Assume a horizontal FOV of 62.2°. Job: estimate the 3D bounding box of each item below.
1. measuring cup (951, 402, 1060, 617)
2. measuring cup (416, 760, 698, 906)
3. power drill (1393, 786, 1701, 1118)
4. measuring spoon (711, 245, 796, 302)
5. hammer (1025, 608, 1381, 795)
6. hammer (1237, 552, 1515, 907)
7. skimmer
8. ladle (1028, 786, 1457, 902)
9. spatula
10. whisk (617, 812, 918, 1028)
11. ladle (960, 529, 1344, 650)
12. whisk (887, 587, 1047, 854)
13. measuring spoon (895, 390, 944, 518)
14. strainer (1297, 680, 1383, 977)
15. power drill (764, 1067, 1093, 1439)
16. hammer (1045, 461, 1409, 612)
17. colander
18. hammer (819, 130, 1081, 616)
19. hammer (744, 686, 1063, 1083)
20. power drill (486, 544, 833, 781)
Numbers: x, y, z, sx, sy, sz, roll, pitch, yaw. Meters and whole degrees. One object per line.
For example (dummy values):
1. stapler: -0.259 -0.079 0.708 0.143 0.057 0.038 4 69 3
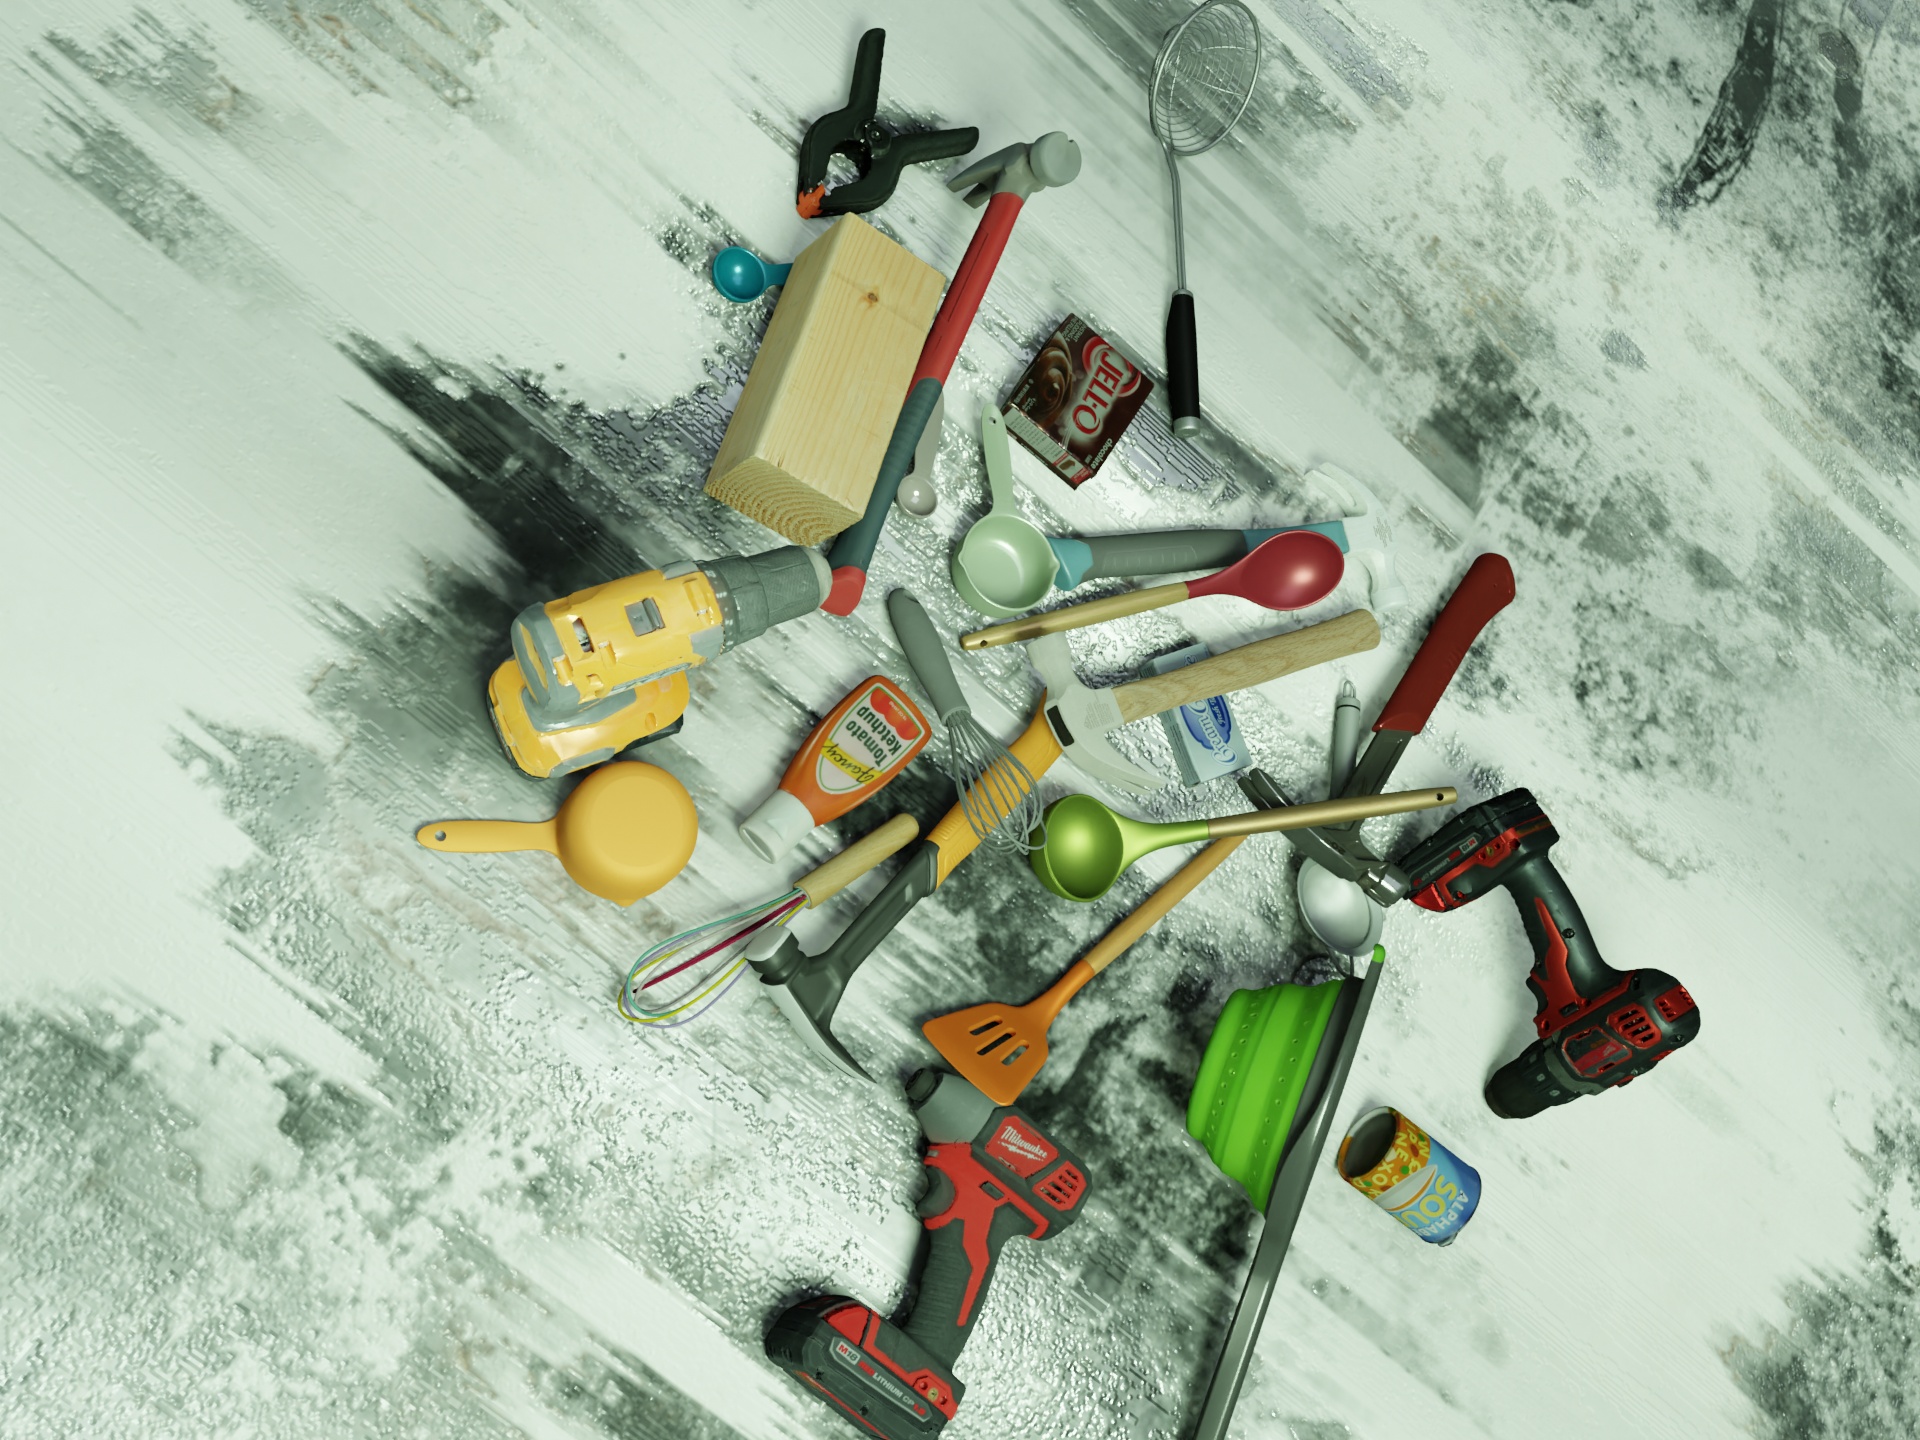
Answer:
1. measuring cup: 0.025 -0.157 1.200 0.083 0.038 0.168 1 74 -23
2. measuring cup: -0.251 0.069 1.008 0.173 0.052 0.095 1 76 -25
3. power drill: 0.432 0.187 1.228 0.080 0.187 0.227 -13 64 -40
4. measuring spoon: -0.131 -0.331 1.194 0.128 0.021 0.042 -9 86 -35
5. hammer: 0.203 -0.034 1.218 0.331 0.031 0.130 -16 82 -32
6. hammer: 0.360 -0.022 1.286 0.149 0.036 0.359 40 58 -2
7. skimmer: 0.207 -0.415 1.319 0.127 0.090 0.363 16 69 -53
8. ladle: 0.207 0.075 1.151 0.320 0.062 0.078 -8 88 -3
9. spatula: 0.109 0.160 1.147 0.081 0.041 0.322 40 58 23
10. whisk: -0.125 0.126 1.058 0.245 0.047 0.051 -33 102 -31
11. ladle: 0.149 -0.092 1.218 0.315 0.031 0.069 -14 120 -15
12. whisk: -0.001 -0.004 1.103 0.055 0.055 0.239 -9 54 -25
13. measuring spoon: -0.029 -0.204 1.204 0.034 0.018 0.124 21 62 -25
14. strainer: 0.298 0.083 1.253 0.086 0.050 0.259 23 62 -23
15. power drill: -0.021 0.339 1.026 0.143 0.078 0.220 42 61 -8
16. hammer: 0.214 -0.138 1.279 0.331 0.033 0.128 -7 80 -25
17. colander: 0.189 0.330 1.107 0.094 0.204 0.397 19 84 18
18. hammer: -0.031 -0.256 1.181 0.038 0.143 0.386 30 77 -30
19. hammer: -0.005 0.093 1.109 0.337 0.034 0.127 -47 118 -31
20. power drill: -0.189 -0.041 0.968 0.185 0.226 0.084 -21 86 -27
